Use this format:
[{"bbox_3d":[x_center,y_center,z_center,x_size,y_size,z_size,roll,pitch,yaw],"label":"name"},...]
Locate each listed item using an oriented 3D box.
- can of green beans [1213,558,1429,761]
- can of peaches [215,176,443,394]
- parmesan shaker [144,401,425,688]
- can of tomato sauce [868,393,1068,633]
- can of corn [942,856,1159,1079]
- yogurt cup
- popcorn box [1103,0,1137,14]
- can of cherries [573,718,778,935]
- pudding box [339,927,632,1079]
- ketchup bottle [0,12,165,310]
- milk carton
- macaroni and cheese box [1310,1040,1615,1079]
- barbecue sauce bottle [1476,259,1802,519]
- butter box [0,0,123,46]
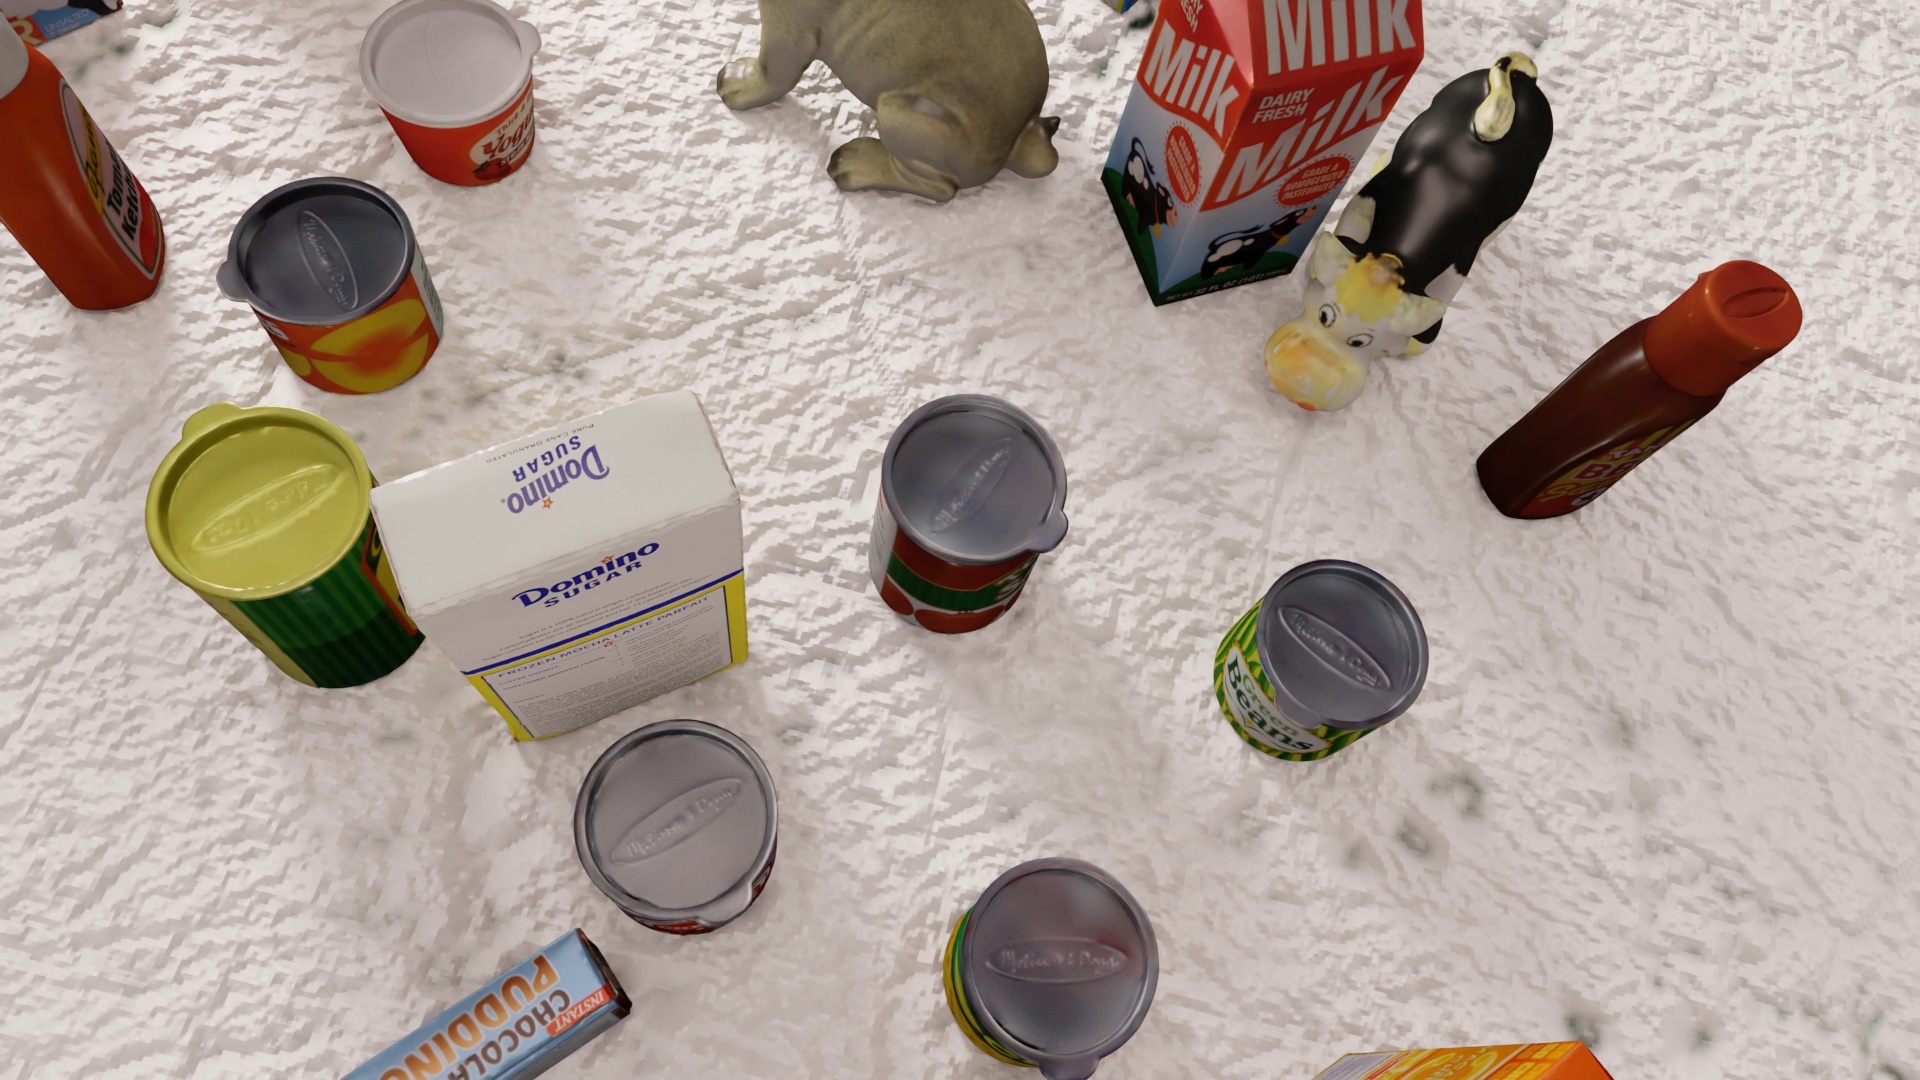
[{"bbox_3d":[0.137,0.048,0.537,0.071,0.057,0.071,3,68,-7],"label":"can of green beans"},{"bbox_3d":[-0.244,-0.097,0.543,0.071,0.058,0.071,3,68,-7],"label":"can of peaches"},{"bbox_3d":[-0.226,0.004,0.480,0.071,0.102,0.071,3,68,-7],"label":"parmesan shaker"},{"bbox_3d":[0.002,-0.007,0.527,0.071,0.082,0.071,3,68,-7],"label":"can of tomato sauce"},{"bbox_3d":[0.029,0.150,0.480,0.071,0.058,0.071,3,68,-7],"label":"can of corn"},{"bbox_3d":[-0.212,-0.187,0.587,0.072,0.053,0.072,3,68,-7],"label":"yogurt cup"},{"bbox_3d":[0.110,-0.328,0.672,0.038,0.085,0.127,38,68,8],"label":"popcorn box"},{"bbox_3d":[-0.096,0.103,0.482,0.071,0.058,0.072,3,68,-7],"label":"can of cherries"},{"bbox_3d":[-0.152,0.165,0.453,0.084,0.049,0.030,-32,76,-18],"label":"pudding box"},{"bbox_3d":[-0.338,-0.146,0.501,0.043,0.148,0.065,-13,71,-13],"label":"ketchup bottle"},{"bbox_3d":[0.119,-0.179,0.555,0.072,0.189,0.073,-15,71,-13],"label":"milk carton"},{"bbox_3d":[0.170,0.215,0.415,0.040,0.165,0.124,-29,75,-17],"label":"macaroni and cheese box"},{"bbox_3d":[0.265,-0.056,0.548,0.065,0.148,0.044,-16,72,-14],"label":"barbecue sauce bottle"},{"bbox_3d":[-0.411,-0.225,0.575,0.104,0.053,0.024,-35,77,-19],"label":"butter box"}]
